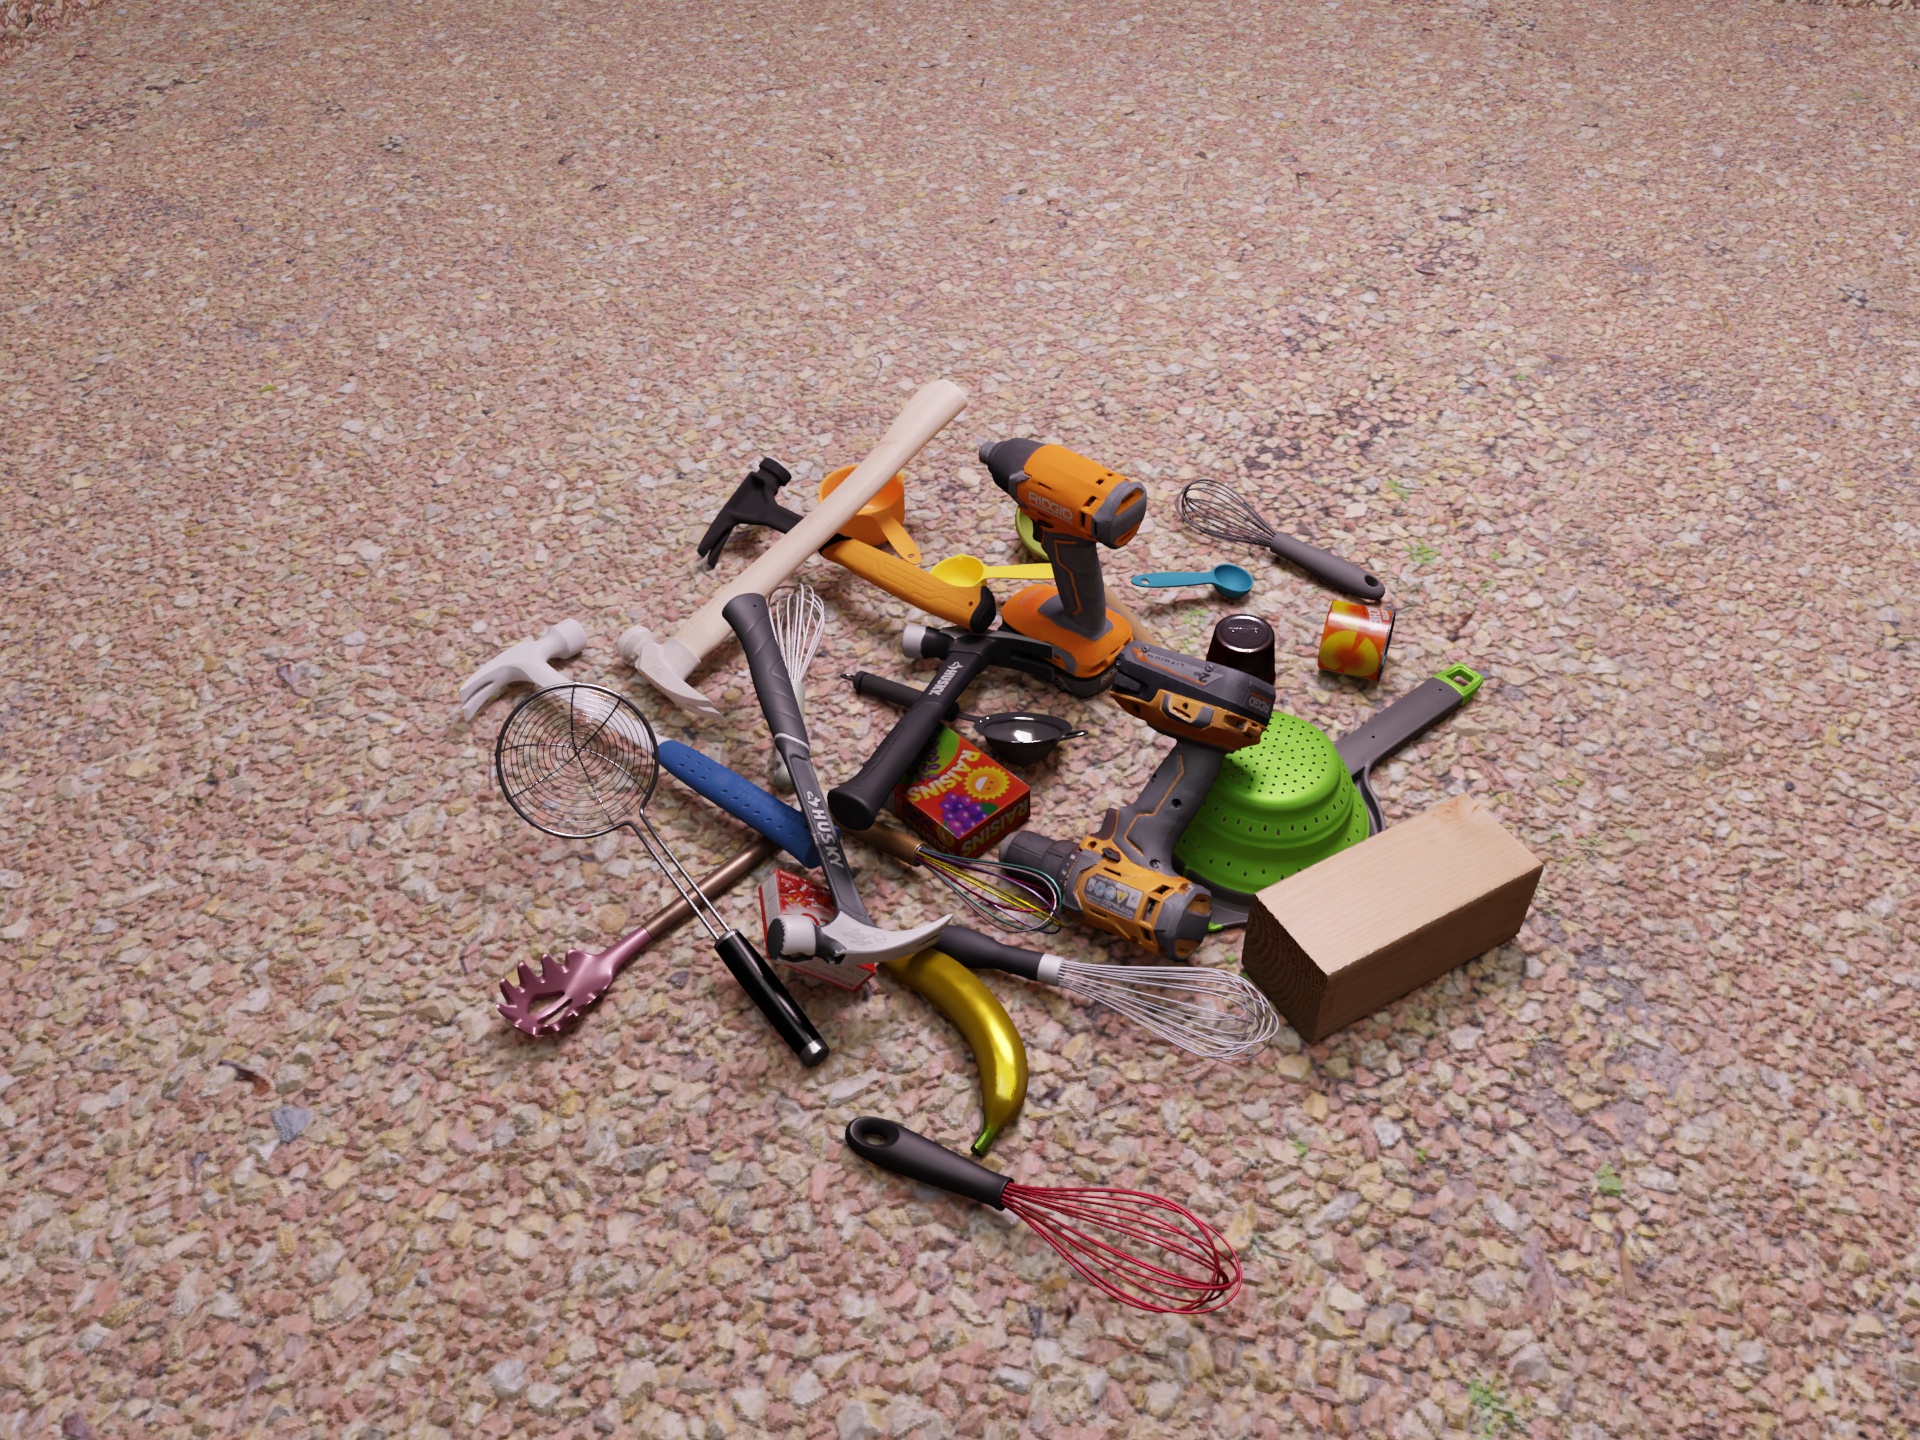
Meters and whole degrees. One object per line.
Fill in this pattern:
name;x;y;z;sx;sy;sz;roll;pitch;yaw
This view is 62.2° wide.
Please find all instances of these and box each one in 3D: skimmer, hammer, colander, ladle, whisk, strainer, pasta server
skimmer;-0.225;0.120;1.223;0.127;0.090;0.364;-42;65;-2
hammer;-0.106;-0.152;1.525;0.337;0.034;0.127;27;75;33
colander;0.313;0.022;1.340;0.397;0.094;0.205;-31;51;-26
ladle;0.148;-0.119;1.522;0.078;0.062;0.320;-22;50;-16
whisk;-0.154;-0.035;1.454;0.059;0.057;0.247;19;44;-22
strainer;-0.002;-0.005;1.421;0.258;0.050;0.087;19;23;28
whisk;0.048;0.326;1.070;0.296;0.073;0.073;15;46;26
hammer;-0.136;-0.172;1.499;0.410;0.038;0.146;-46;51;-13
pasta server;-0.230;0.151;1.270;0.060;0.040;0.316;39;56;22
whisk;0.099;0.197;1.199;0.285;0.070;0.070;12;46;21
hammer;-0.127;0.034;1.296;0.149;0.036;0.409;6;41;-30
hammer;-0.269;0.024;1.380;0.406;0.035;0.144;28;45;30
hammer;-0.027;-0.001;1.334;0.146;0.035;0.335;7;28;16
whisk;-0.017;0.114;1.282;0.245;0.051;0.047;22;17;33
whisk;0.318;-0.179;1.587;0.239;0.055;0.055;32;53;25

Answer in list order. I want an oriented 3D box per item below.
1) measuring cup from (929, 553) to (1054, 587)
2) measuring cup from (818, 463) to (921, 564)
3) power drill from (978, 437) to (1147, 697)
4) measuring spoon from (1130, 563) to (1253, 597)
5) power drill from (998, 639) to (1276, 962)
measuring cup;0.047;-0.134;1.544;0.156;0.029;0.062;0;45;13
measuring cup;-0.081;-0.191;1.607;0.095;0.052;0.174;-20;49;-18
power drill;0.083;-0.146;1.427;0.164;0.226;0.084;31;53;29
measuring spoon;0.222;-0.130;1.540;0.128;0.021;0.042;-3;46;-17
power drill;0.134;0.055;1.253;0.185;0.084;0.226;20;91;37
